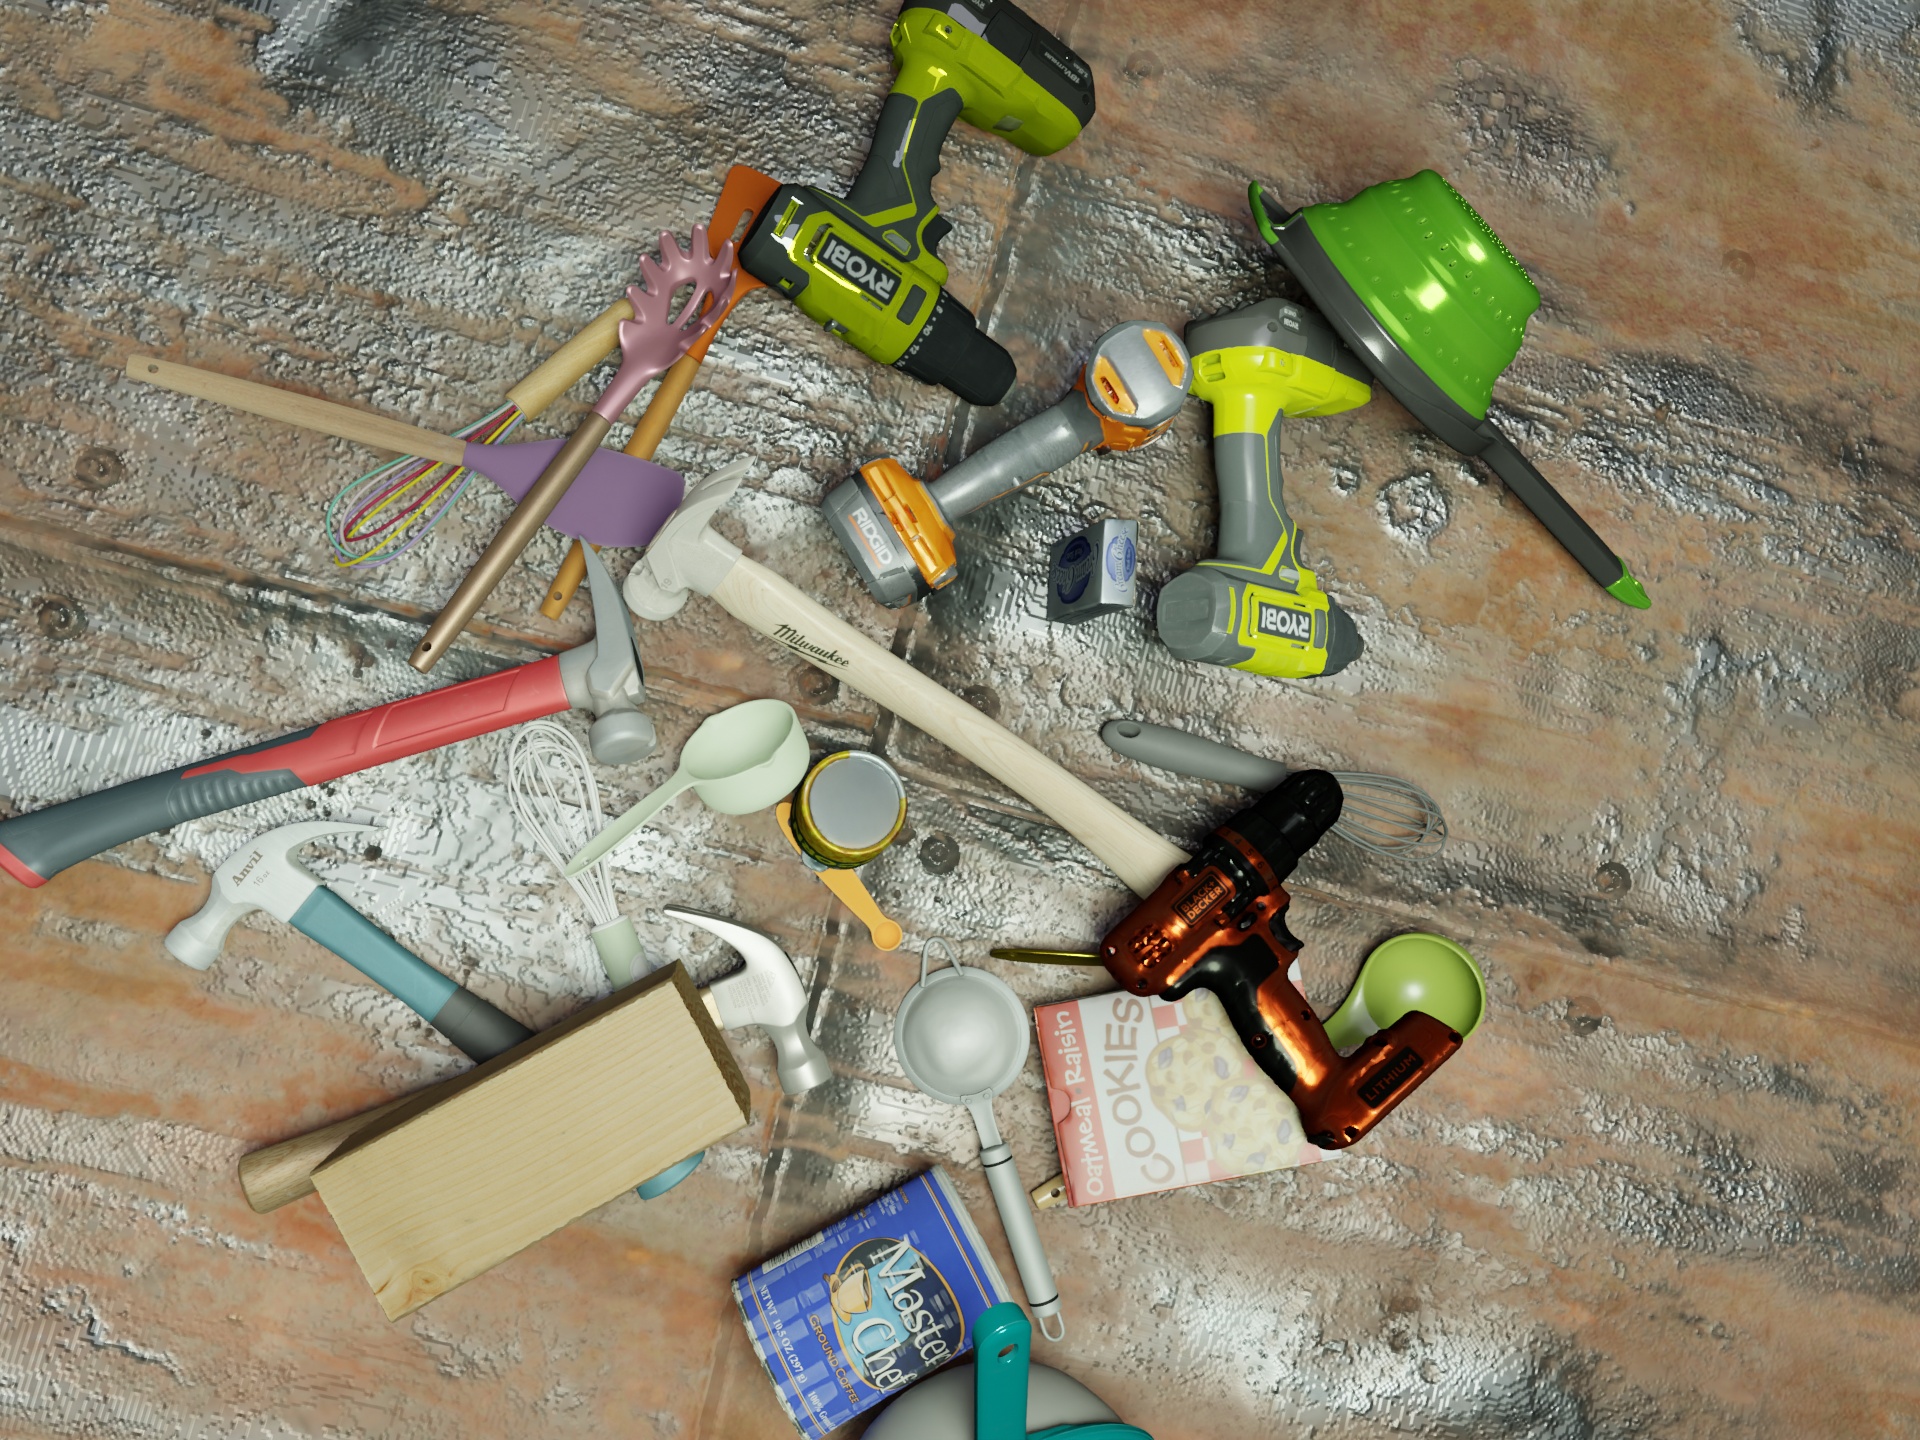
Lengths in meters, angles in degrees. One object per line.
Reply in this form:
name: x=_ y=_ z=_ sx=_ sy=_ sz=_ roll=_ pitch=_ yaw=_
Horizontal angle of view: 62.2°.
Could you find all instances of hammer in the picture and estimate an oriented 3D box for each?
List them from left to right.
hammer: x=-0.378 y=0.006 z=0.933 sx=0.386 sy=0.038 sz=0.143 roll=-16 pitch=66 yaw=-2
hammer: x=-0.298 y=0.179 z=0.951 sx=0.331 sy=0.033 sz=0.128 roll=37 pitch=82 yaw=-4
hammer: x=-0.250 y=0.205 z=0.922 sx=0.331 sy=0.031 sz=0.130 roll=-20 pitch=91 yaw=-8
hammer: x=-0.002 y=-0.003 z=0.953 sx=0.410 sy=0.146 sz=0.038 roll=34 pitch=54 yaw=-15

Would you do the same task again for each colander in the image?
colander: x=0.349 y=-0.222 z=1.014 sx=0.396 sy=0.205 sz=0.094 roll=40 pitch=118 yaw=-19

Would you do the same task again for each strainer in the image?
strainer: x=0.003 y=0.390 z=0.878 sx=0.211 sy=0.340 sz=0.095 roll=-17 pitch=43 yaw=-19
strainer: x=0.020 y=0.261 z=0.984 sx=0.087 sy=0.050 sz=0.258 roll=-19 pitch=89 yaw=9

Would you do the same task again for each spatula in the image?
spatula: x=-0.320 y=-0.162 z=0.939 sx=0.315 sy=0.018 sz=0.060 roll=14 pitch=84 yaw=-19
spatula: x=-0.182 y=-0.206 z=1.009 sx=0.081 sy=0.041 sz=0.322 roll=28 pitch=85 yaw=-6

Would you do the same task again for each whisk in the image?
whisk: x=-0.292 y=-0.180 z=0.982 sx=0.245 sy=0.047 sz=0.051 roll=-45 pitch=100 yaw=-14
whisk: x=-0.215 y=0.116 z=0.964 sx=0.059 sy=0.058 sz=0.246 roll=-21 pitch=93 yaw=26
whisk: x=0.206 y=0.041 z=1.035 sx=0.239 sy=0.055 sz=0.055 roll=16 pitch=83 yaw=-3

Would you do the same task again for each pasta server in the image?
pasta server: x=-0.231 y=-0.161 z=0.944 sx=0.060 sy=0.040 sz=0.316 roll=31 pitch=76 yaw=8

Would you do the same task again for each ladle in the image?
ladle: x=0.189 y=0.230 z=1.010 sx=0.320 sy=0.062 sz=0.078 roll=-27 pitch=83 yaw=-7

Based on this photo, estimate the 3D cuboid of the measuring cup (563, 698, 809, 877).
measuring cup: x=-0.162 y=0.051 z=0.956 sx=0.167 sy=0.083 sz=0.038 roll=-39 pitch=126 yaw=-18

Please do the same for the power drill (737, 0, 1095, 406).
power drill: x=-0.009 y=-0.331 z=1.013 sx=0.190 sy=0.080 sz=0.228 roll=30 pitch=82 yaw=-20

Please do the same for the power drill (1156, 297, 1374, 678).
power drill: x=0.204 y=-0.140 z=1.017 sx=0.171 sy=0.080 sz=0.223 roll=7 pitch=84 yaw=-41

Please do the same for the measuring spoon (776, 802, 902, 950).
measuring spoon: x=-0.078 y=0.098 z=1.004 sx=0.021 sy=0.011 sz=0.117 roll=-39 pitch=88 yaw=-18

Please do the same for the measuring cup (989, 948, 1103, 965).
measuring cup: x=0.097 y=0.140 z=1.012 sx=0.156 sy=0.062 sz=0.029 roll=1 pitch=64 yaw=3

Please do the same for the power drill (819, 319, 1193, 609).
power drill: x=0.033 y=-0.157 z=0.982 sx=0.226 sy=0.164 sz=0.084 roll=-31 pitch=90 yaw=2
